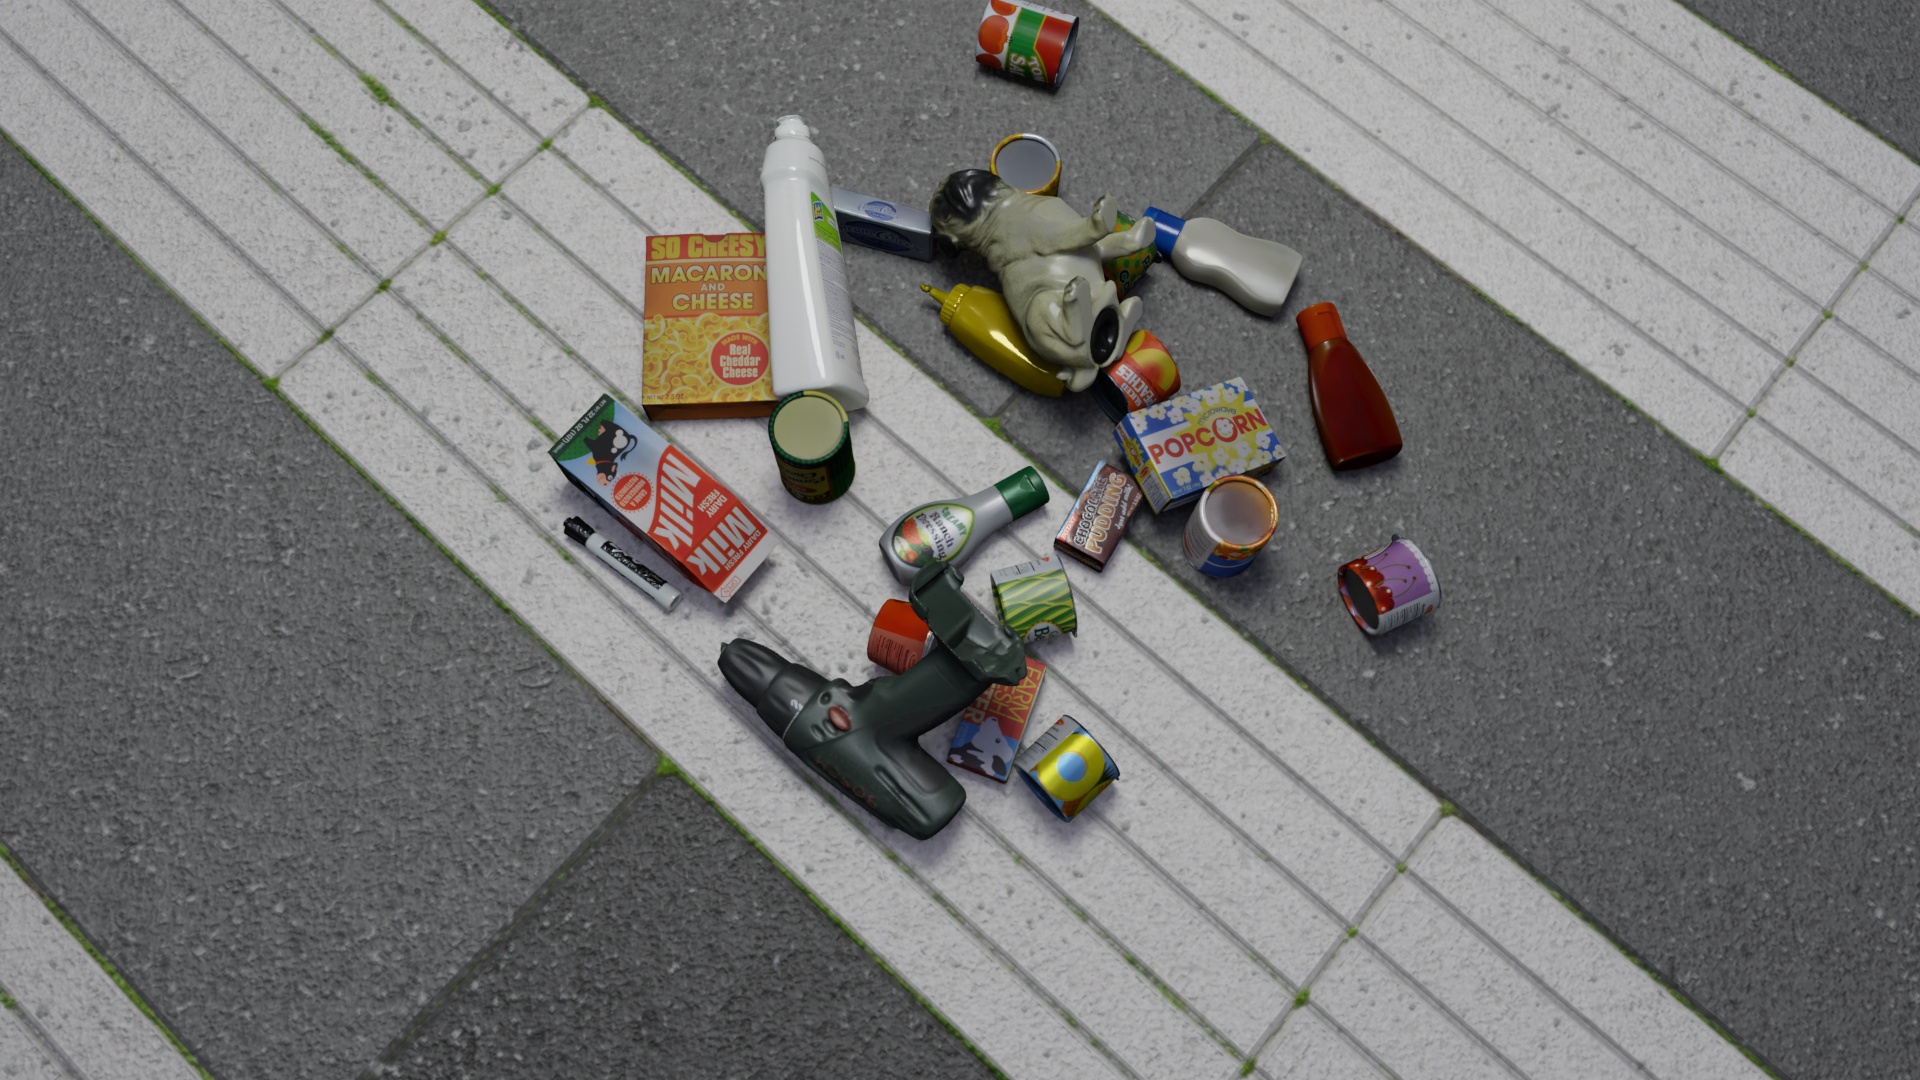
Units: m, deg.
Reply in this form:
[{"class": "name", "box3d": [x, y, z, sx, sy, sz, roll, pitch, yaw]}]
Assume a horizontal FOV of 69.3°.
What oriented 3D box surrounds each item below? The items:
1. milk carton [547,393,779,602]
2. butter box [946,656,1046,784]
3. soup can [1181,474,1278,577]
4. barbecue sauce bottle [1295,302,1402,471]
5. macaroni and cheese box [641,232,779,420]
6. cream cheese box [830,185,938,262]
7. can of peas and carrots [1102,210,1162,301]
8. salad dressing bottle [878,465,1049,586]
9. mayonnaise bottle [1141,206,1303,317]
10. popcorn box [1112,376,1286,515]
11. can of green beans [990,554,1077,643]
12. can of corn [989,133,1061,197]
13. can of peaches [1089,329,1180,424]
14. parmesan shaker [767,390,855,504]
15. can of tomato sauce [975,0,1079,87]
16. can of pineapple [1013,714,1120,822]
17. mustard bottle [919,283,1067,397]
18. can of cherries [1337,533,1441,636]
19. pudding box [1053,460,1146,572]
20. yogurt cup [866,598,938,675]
[{"class": "milk carton", "box3d": [-0.246, -0.031, 1.166, 0.191, 0.073, 0.072, 37, 76, 10]}, {"class": "butter box", "box3d": [0.030, 0.142, 1.142, 0.053, 0.024, 0.104, 20, 73, 4]}, {"class": "soup can", "box3d": [0.228, -0.012, 1.164, 0.071, 0.083, 0.071, 0, 72, -1]}, {"class": "barbecue sauce bottle", "box3d": [0.337, -0.138, 1.227, 0.065, 0.043, 0.149, -13, 73, -5]}, {"class": "macaroni and cheese box", "box3d": [-0.217, -0.192, 1.235, 0.124, 0.040, 0.167, -2, 73, -3]}, {"class": "cream cheese box", "box3d": [-0.072, -0.286, 1.261, 0.104, 0.053, 0.024, 16, 71, 4]}, {"class": "can of peas and carrots", "box3d": [0.135, -0.252, 1.247, 0.071, 0.070, 0.059, 39, 77, 10]}, {"class": "salad dressing bottle", "box3d": [0.004, -0.015, 1.181, 0.148, 0.044, 0.064, -29, 74, -10]}, {"class": "mayonnaise bottle", "box3d": [0.232, -0.260, 1.266, 0.148, 0.041, 0.065, 25, 72, 8]}, {"class": "popcorn box", "box3d": [0.205, -0.082, 1.193, 0.127, 0.038, 0.085, -20, 73, -24]}, {"class": "can of green beans", "box3d": [0.060, 0.050, 1.150, 0.058, 0.071, 0.071, -14, 73, -5]}, {"class": "can of corn", "box3d": [0.057, -0.328, 1.274, 0.071, 0.058, 0.071, 0, 72, -1]}, {"class": "can of peaches", "box3d": [0.151, -0.142, 1.211, 0.058, 0.071, 0.071, -33, 76, -12]}, {"class": "parmesan shaker", "box3d": [-0.127, -0.078, 1.168, 0.071, 0.102, 0.071, 0, 73, -1]}, {"class": "can of tomato sauce", "box3d": [0.062, -0.473, 1.317, 0.083, 0.071, 0.071, 19, 73, 6]}, {"class": "can of pineapple", "box3d": [0.085, 0.184, 1.108, 0.058, 0.071, 0.071, -41, 78, -12]}, {"class": "mustard bottle", "box3d": [0.033, -0.189, 1.234, 0.160, 0.048, 0.065, 31, 69, 9]}, {"class": "can of cherries", "box3d": [0.356, 0.037, 1.161, 0.058, 0.071, 0.071, -24, 75, -7]}, {"class": "pudding box", "box3d": [0.120, -0.021, 1.192, 0.050, 0.030, 0.084, 29, 74, 8]}, {"class": "yogurt cup", "box3d": [-0.042, 0.081, 1.140, 0.054, 0.072, 0.072, 18, 73, 13]}]
